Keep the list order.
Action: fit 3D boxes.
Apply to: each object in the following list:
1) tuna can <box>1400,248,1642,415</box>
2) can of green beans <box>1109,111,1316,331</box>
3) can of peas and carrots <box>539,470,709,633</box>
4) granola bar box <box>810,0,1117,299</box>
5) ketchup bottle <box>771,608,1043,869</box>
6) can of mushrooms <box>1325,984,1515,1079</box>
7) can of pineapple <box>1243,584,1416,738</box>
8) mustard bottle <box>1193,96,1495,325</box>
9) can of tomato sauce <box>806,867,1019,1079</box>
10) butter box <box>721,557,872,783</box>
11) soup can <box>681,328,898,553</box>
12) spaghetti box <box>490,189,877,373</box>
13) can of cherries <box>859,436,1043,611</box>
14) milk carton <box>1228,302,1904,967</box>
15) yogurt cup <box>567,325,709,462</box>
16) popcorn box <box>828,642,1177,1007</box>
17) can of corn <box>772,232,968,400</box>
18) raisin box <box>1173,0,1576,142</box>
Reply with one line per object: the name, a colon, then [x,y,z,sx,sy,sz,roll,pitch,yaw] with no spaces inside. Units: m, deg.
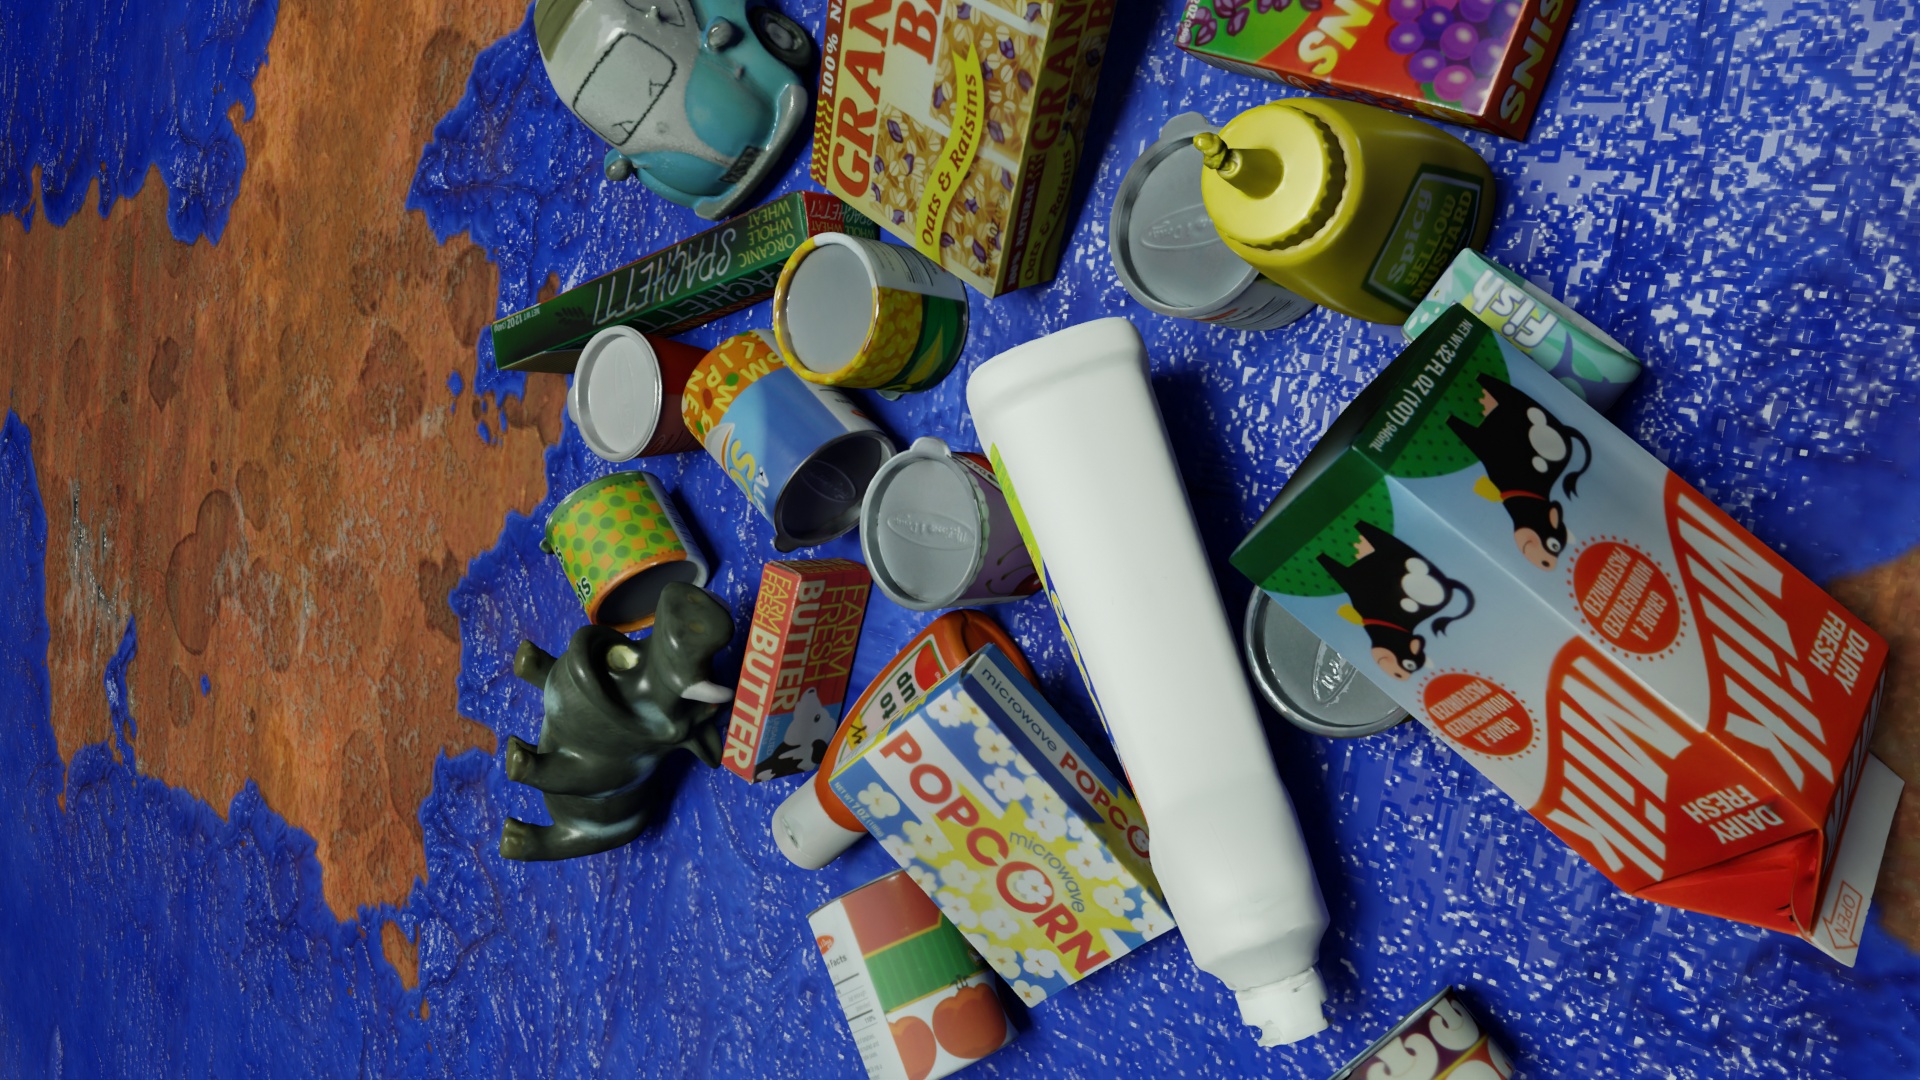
tuna can: [0.173,-0.061,0.433,0.071,0.071,0.032,47,117,28]
can of green beans: [0.097,-0.111,0.502,0.071,0.058,0.071,1,92,39]
can of peas and carrots: [-0.173,0.008,0.715,0.070,0.071,0.059,-48,64,29]
granola bar box: [-0.001,-0.200,0.557,0.124,0.039,0.164,39,135,30]
ketchup bottle: [-0.029,0.096,0.618,0.148,0.043,0.065,-45,68,31]
can of mushrooms: [0.147,0.182,0.460,0.033,0.071,0.070,52,121,23]
can of pineapple: [0.140,0.032,0.470,0.071,0.058,0.071,2,93,39]
mustard bottle: [0.113,-0.102,0.423,0.049,0.160,0.065,34,113,32]
can of tomato sauce: [-0.019,0.187,0.599,0.071,0.071,0.083,-36,70,34]
butter box: [-0.076,0.059,0.648,0.024,0.053,0.103,22,105,34]
soup can: [-0.082,-0.046,0.641,0.084,0.071,0.071,45,118,29]
spaghetti box: [-0.147,-0.126,0.704,0.249,0.050,0.028,-11,86,38]
can of cherries: [0.002,-0.007,0.581,0.071,0.058,0.071,1,92,40]
milk carton: [0.181,0.030,0.391,0.190,0.073,0.073,40,148,5]
yogurt cup: [-0.156,-0.073,0.709,0.072,0.054,0.072,1,92,39]
popcorn box: [0.020,0.113,0.551,0.126,0.038,0.085,48,122,-2]
can of corn: [-0.041,-0.097,0.613,0.071,0.058,0.071,1,91,39]
raisin box: [0.144,-0.194,0.474,0.123,0.040,0.086,29,108,36]
